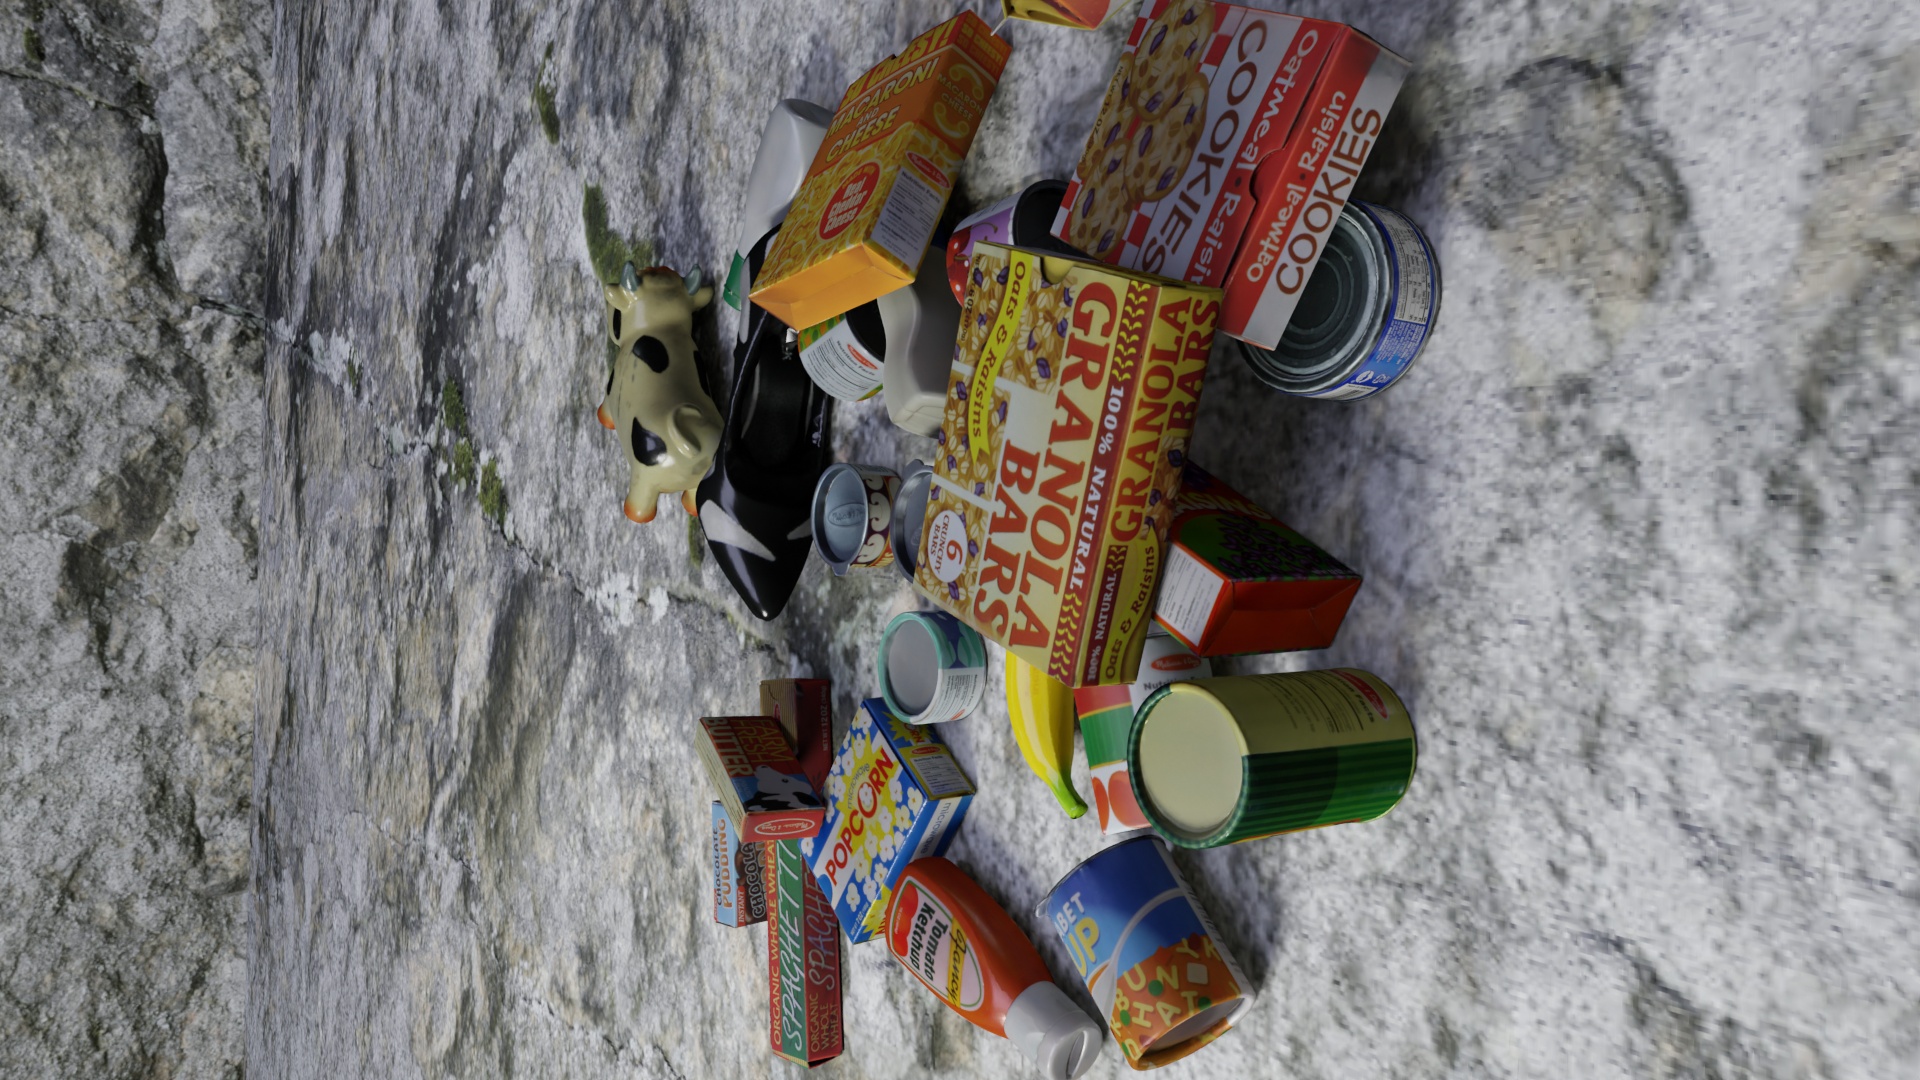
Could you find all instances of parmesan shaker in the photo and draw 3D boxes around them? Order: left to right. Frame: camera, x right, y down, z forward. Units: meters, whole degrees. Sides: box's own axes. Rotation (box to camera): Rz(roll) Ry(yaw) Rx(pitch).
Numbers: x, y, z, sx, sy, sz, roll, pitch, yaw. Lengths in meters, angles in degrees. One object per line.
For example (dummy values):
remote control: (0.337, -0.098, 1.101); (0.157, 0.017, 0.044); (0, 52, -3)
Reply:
parmesan shaker: (0.124, 0.086, 0.566); (0.071, 0.103, 0.071); (-2, 88, 53)

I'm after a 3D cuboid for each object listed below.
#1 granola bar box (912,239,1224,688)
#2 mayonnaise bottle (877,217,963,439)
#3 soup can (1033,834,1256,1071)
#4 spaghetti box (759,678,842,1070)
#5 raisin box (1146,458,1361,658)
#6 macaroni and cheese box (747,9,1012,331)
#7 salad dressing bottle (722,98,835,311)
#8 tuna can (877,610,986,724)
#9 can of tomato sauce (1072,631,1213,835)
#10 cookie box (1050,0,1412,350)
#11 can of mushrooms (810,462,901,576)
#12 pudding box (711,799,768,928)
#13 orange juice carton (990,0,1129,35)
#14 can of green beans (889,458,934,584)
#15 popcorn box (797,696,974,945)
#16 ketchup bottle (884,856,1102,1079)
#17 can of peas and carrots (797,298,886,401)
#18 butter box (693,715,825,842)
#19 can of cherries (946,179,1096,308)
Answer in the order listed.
granola bar box: (0.039, -0.036, 0.590); (0.124, 0.039, 0.165); (28, 112, 51)
mayonnaise bottle: (-0.018, -0.129, 0.796); (0.041, 0.065, 0.148); (-38, 50, 43)
soup can: (0.084, 0.191, 0.641); (0.071, 0.071, 0.084); (-58, 47, 34)
spaghetti box: (-0.107, 0.217, 0.924); (0.050, 0.029, 0.250); (-10, 81, 52)
raisin box: (0.100, 0.002, 0.615); (0.124, 0.086, 0.040); (42, 122, 45)
macaroni and cheese box: (-0.047, -0.210, 0.794); (0.123, 0.040, 0.167); (-9, 54, 52)
salad dressing bottle: (-0.125, -0.226, 0.953); (0.064, 0.044, 0.147); (52, 129, 37)
tuna can: (-0.019, 0.072, 0.811); (0.071, 0.033, 0.071); (-2, 88, 52)
can of tomato sauce: (0.089, 0.090, 0.644); (0.071, 0.071, 0.083); (-27, 68, 49)
cookie box: (0.108, -0.168, 0.607); (0.122, 0.040, 0.168); (-67, 27, 17)
can of mushrooms: (-0.064, -0.013, 0.872); (0.071, 0.033, 0.071); (-3, 86, 52)
pudding box: (-0.144, 0.219, 0.955); (0.030, 0.050, 0.083); (-7, 83, 51)
orange juice carton: (0.079, -0.310, 0.645); (0.192, 0.073, 0.072); (-28, 37, 49)
can of green beans: (0.003, -0.007, 0.765); (0.071, 0.058, 0.071); (-2, 88, 53)
popcorn box: (-0.047, 0.168, 0.841); (0.085, 0.038, 0.126); (51, 127, 40)
ketchup bottle: (0.016, 0.233, 0.752); (0.149, 0.043, 0.064); (29, 112, 49)
can of peas and carrots: (-0.055, -0.126, 0.842); (0.058, 0.071, 0.071); (-27, 68, 50)
butter box: (-0.129, 0.148, 0.878); (0.104, 0.053, 0.024); (47, 127, 51)
can of cherries: (0.035, -0.144, 0.721); (0.058, 0.071, 0.071); (-11, 80, 52)
